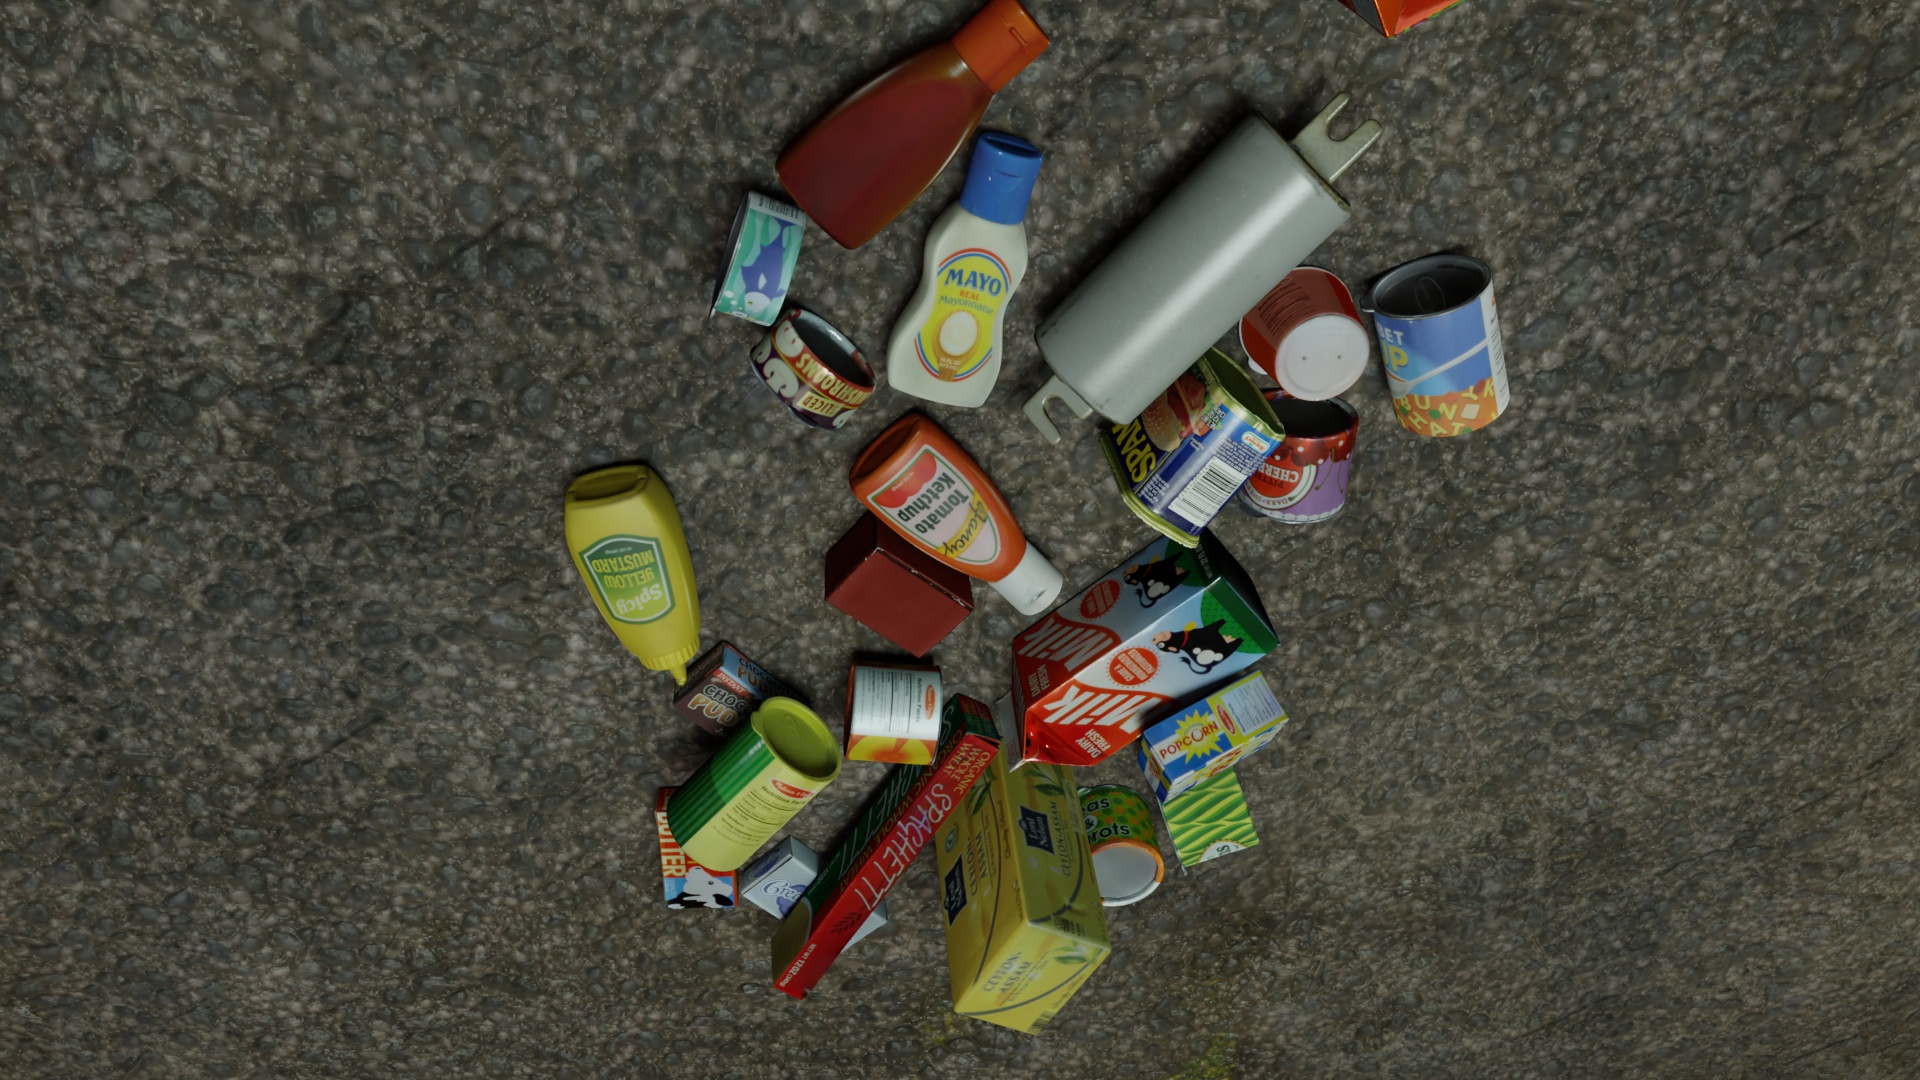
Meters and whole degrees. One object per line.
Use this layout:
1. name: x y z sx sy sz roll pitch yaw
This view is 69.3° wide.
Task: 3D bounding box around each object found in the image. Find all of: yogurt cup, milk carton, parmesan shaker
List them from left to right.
1. parmesan shaker: -0.136 0.156 0.894 0.071 0.071 0.102 35 115 -25
2. milk carton: 0.102 0.077 0.901 0.190 0.073 0.073 -36 120 17
3. yogurt cup: 0.199 -0.116 0.794 0.072 0.054 0.072 -3 123 -4

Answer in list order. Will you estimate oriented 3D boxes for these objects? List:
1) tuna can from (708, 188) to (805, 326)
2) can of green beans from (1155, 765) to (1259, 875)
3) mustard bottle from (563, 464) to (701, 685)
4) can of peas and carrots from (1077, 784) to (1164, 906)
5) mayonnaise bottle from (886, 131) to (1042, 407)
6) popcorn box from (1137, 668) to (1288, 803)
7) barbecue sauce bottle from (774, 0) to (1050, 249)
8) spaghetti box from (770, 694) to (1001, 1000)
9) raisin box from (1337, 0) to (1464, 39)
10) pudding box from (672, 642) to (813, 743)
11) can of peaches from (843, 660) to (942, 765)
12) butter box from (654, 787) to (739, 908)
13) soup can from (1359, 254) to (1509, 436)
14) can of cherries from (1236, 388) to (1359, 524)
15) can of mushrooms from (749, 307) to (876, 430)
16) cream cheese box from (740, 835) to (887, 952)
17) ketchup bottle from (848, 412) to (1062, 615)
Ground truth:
1. tuna can: -0.108 -0.146 0.733 0.033 0.071 0.070 16 120 -16
2. can of green beans: 0.174 0.193 0.989 0.058 0.071 0.071 -19 123 7
3. mustard bottle: -0.192 0.031 0.853 0.065 0.049 0.159 -11 124 4
4. can of peas and carrots: 0.108 0.219 1.004 0.071 0.059 0.070 -3 124 -4
5. mayonnaise bottle: 0.005 -0.147 0.761 0.065 0.041 0.147 12 122 -12
6. popcorn box: 0.163 0.131 0.913 0.085 0.038 0.126 -28 163 -3
7. barbecue sauce bottle: -0.022 -0.218 0.710 0.148 0.044 0.064 -37 120 17
8. spaghetti box: -0.056 0.215 0.969 0.028 0.050 0.249 29 107 -22
9. raisin box: 0.212 -0.283 0.643 0.086 0.124 0.040 -27 122 12
10. pudding box: -0.143 0.110 0.922 0.049 0.030 0.083 -38 119 18
11. can of peaches: -0.046 0.114 0.915 0.058 0.071 0.071 5 123 -9
12. butter box: -0.188 0.221 0.995 0.053 0.024 0.103 0 123 -5
13. soup can: 0.273 -0.111 0.799 0.071 0.072 0.083 -19 124 7
14. can of cherries: 0.199 -0.051 0.828 0.071 0.072 0.058 -2 124 -4
15. can of mushrooms: -0.080 -0.094 0.769 0.071 0.071 0.033 36 112 -25
16. cream cheese box: -0.108 0.266 1.033 0.053 0.024 0.103 -39 119 17
17. ketchup bottle: 0.003 -0.011 0.850 0.064 0.044 0.148 -41 119 14
